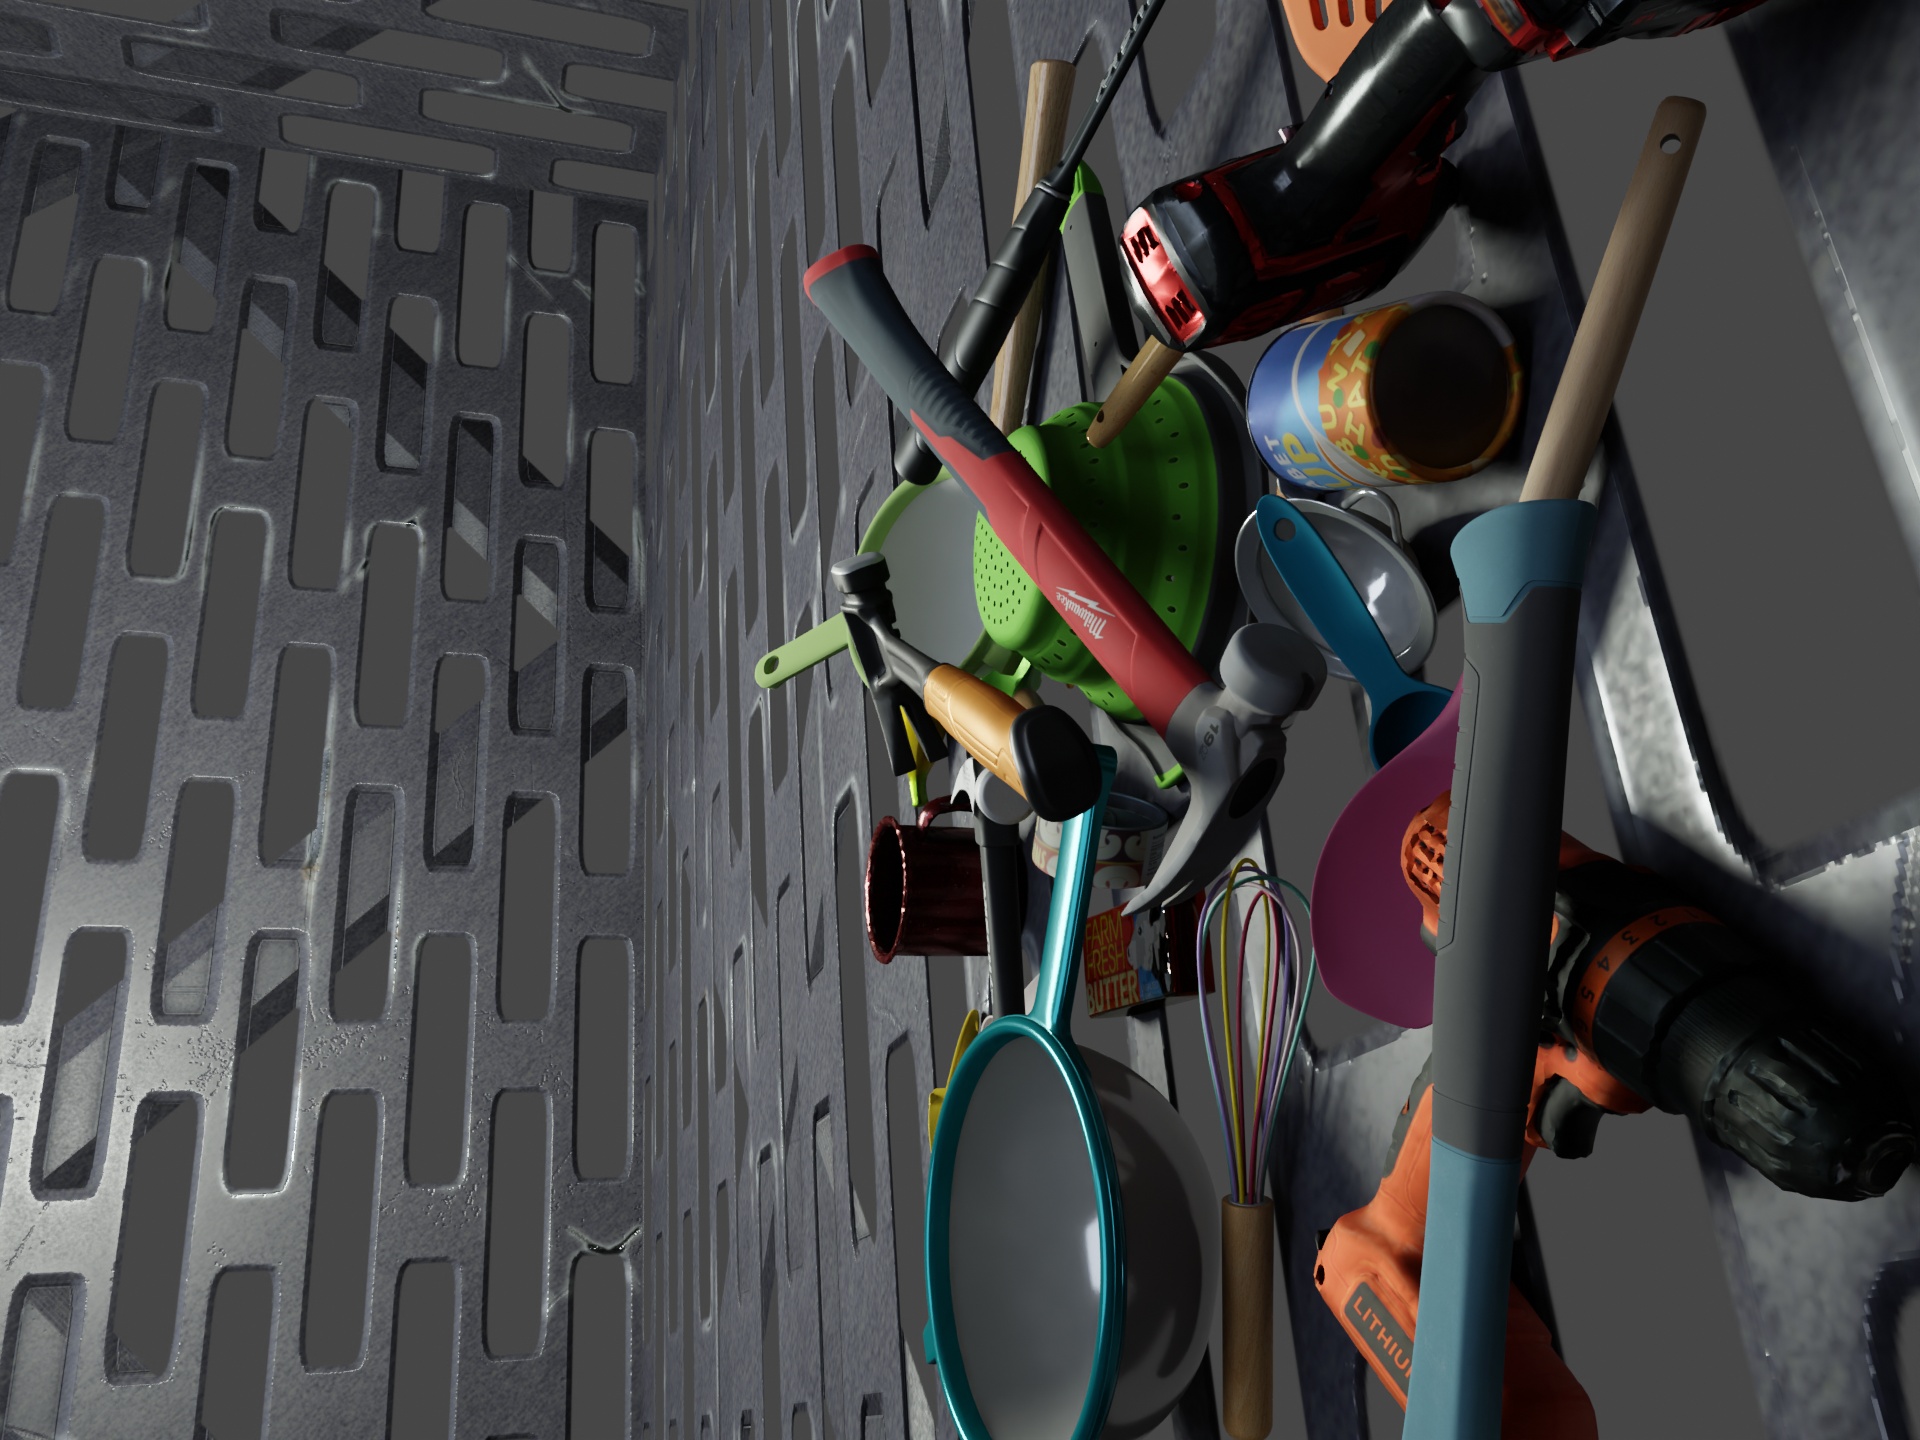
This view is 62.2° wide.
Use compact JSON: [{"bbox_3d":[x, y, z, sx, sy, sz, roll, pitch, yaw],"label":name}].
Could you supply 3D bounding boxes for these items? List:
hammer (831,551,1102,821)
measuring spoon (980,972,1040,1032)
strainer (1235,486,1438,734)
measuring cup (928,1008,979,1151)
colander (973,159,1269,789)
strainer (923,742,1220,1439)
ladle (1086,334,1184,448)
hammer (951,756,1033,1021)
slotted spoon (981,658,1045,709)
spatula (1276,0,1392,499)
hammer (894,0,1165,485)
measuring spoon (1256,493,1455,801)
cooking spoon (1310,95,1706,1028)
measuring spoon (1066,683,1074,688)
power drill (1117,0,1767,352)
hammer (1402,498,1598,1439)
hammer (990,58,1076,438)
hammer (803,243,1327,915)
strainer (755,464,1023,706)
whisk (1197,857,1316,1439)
[{"bbox_3d":[-0.001,-0.002,0.749,0.337,0.034,0.127,-143,34,-72],"label":"hammer"},{"bbox_3d":[0.045,0.173,0.949,0.124,0.018,0.034,-55,43,46],"label":"measuring spoon"},{"bbox_3d":[0.135,-0.013,0.664,0.087,0.050,0.258,37,143,15],"label":"strainer"},{"bbox_3d":[0.009,0.224,0.980,0.157,0.029,0.062,-68,-31,-64],"label":"measuring cup"},{"bbox_3d":[0.056,-0.158,0.840,0.204,0.094,0.397,120,148,-54],"label":"colander"},{"bbox_3d":[0.070,0.183,0.744,0.211,0.095,0.340,-167,85,-69],"label":"strainer"},{"bbox_3d":[0.135,-0.219,0.628,0.315,0.031,0.069,-51,42,42],"label":"ladle"},{"bbox_3d":[0.028,0.185,0.894,0.146,0.035,0.335,-161,67,-84],"label":"hammer"},{"bbox_3d":[0.036,-0.004,0.861,0.070,0.031,0.314,-62,6,8],"label":"slotted spoon"},{"bbox_3d":[0.145,-0.180,0.660,0.081,0.041,0.322,17,106,46],"label":"spatula"},{"bbox_3d":[0.057,-0.281,0.808,0.149,0.036,0.408,-84,20,-48],"label":"hammer"},{"bbox_3d":[0.148,-0.029,0.579,0.042,0.021,0.129,-38,77,31],"label":"measuring spoon"},{"bbox_3d":[0.185,-0.040,0.529,0.017,0.069,0.318,-22,-51,-60],"label":"cooking spoon"},{"bbox_3d":[0.067,-0.077,0.932,0.021,0.011,0.117,-179,89,-75],"label":"measuring spoon"},{"bbox_3d":[0.154,-0.199,0.501,0.078,0.143,0.219,63,153,5],"label":"power drill"},{"bbox_3d":[0.145,0.105,0.446,0.128,0.033,0.331,-170,83,-68],"label":"hammer"},{"bbox_3d":[0.037,-0.246,1.015,0.130,0.031,0.331,-140,56,-68],"label":"hammer"},{"bbox_3d":[0.018,-0.091,0.730,0.387,0.038,0.143,55,140,36],"label":"hammer"},{"bbox_3d":[-0.033,-0.061,0.996,0.256,0.069,0.152,-24,62,45],"label":"strainer"},{"bbox_3d":[0.124,0.180,0.672,0.047,0.051,0.245,-23,-68,-87],"label":"whisk"}]
